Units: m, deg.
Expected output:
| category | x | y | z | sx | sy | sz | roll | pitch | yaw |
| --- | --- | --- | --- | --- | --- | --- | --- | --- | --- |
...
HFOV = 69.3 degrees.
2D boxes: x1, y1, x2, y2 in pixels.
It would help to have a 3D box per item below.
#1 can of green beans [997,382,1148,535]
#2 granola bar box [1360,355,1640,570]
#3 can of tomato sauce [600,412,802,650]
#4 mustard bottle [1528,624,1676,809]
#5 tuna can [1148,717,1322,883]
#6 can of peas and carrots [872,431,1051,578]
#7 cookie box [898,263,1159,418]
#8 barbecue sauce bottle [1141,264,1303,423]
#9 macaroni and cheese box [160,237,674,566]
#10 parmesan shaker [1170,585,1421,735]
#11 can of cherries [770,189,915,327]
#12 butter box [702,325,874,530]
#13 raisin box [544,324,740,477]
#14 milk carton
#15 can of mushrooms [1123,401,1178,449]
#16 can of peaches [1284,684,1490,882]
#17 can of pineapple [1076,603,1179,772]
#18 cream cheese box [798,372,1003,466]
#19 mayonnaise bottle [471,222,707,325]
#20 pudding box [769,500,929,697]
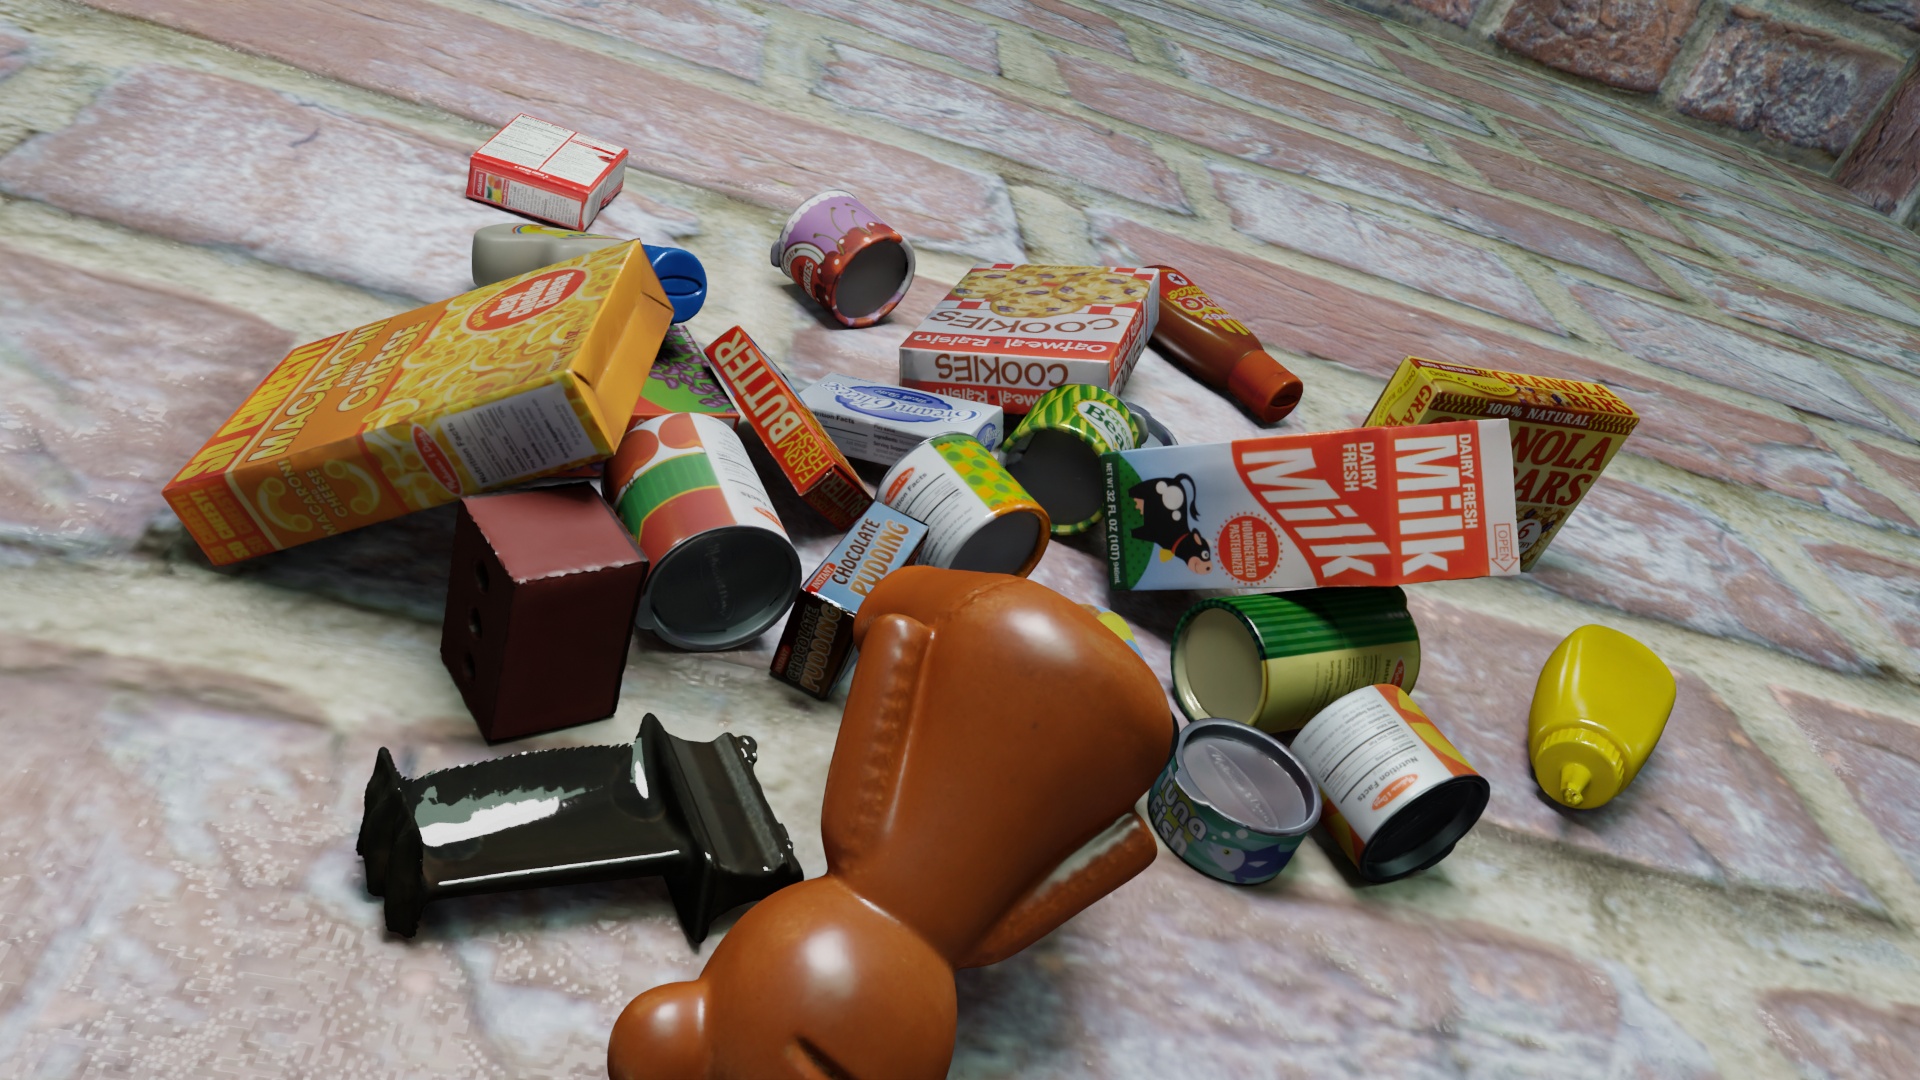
| category | x | y | z | sx | sy | sz | roll | pitch | yaw |
| --- | --- | --- | --- | --- | --- | --- | --- | --- | --- |
| can of green beans | 0.058 | -0.044 | 0.745 | 0.071 | 0.071 | 0.058 | 26 | 33 | 7 |
| granola bar box | 0.307 | -0.043 | 0.837 | 0.166 | 0.123 | 0.039 | 3 | 38 | -27 |
| can of tomato sauce | -0.113 | -0.004 | 0.588 | 0.071 | 0.070 | 0.083 | 1 | 38 | -30 |
| mustard bottle | 0.323 | 0.097 | 0.714 | 0.065 | 0.048 | 0.161 | 34 | 35 | 18 |
| tuna can | 0.113 | 0.110 | 0.584 | 0.071 | 0.032 | 0.071 | 16 | 33 | -10 |
| can of peas and carrots | 0.002 | -0.008 | 0.661 | 0.071 | 0.070 | 0.059 | -9 | 44 | -39 |
| cookie box | 0.046 | -0.124 | 0.843 | 0.123 | 0.040 | 0.168 | 5 | 29 | 16 |
| barbecue sauce bottle | 0.177 | -0.138 | 0.973 | 0.065 | 0.043 | 0.149 | -7 | 43 | -39 |
| macaroni and cheese box | -0.207 | -0.056 | 0.550 | 0.166 | 0.040 | 0.124 | -15 | 32 | 10 |
| parmesan shaker | 0.159 | 0.053 | 0.658 | 0.103 | 0.071 | 0.071 | -3 | 40 | -34 |
| can of cherries | -0.072 | -0.173 | 0.859 | 0.072 | 0.071 | 0.058 | -14 | 48 | -43 |
| butter box | -0.084 | -0.055 | 0.680 | 0.104 | 0.024 | 0.053 | 54 | 3 | 28 |
| raisin box | -0.180 | -0.069 | 0.667 | 0.124 | 0.039 | 0.086 | -3 | 41 | -33 |
| milk carton | 0.167 | -0.015 | 0.663 | 0.190 | 0.072 | 0.073 | -4 | 2 | 39 |
| can of mushrooms | 0.091 | -0.052 | 0.807 | 0.071 | 0.033 | 0.071 | 15 | 33 | -10 |
| can of peaches | 0.185 | 0.106 | 0.605 | 0.071 | 0.071 | 0.058 | -1 | 39 | -32 |
| can of pineapple | 0.049 | 0.067 | 0.575 | 0.071 | 0.070 | 0.058 | 7 | 34 | -22 |
| cream cheese box | -0.035 | -0.061 | 0.729 | 0.104 | 0.024 | 0.053 | 14 | 31 | 20 |
| mayonnaise bottle | -0.187 | -0.137 | 0.708 | 0.148 | 0.041 | 0.065 | 16 | 16 | 41 |
| pudding box | -0.046 | 0.024 | 0.599 | 0.030 | 0.049 | 0.084 | 28 | 33 | 5 |
